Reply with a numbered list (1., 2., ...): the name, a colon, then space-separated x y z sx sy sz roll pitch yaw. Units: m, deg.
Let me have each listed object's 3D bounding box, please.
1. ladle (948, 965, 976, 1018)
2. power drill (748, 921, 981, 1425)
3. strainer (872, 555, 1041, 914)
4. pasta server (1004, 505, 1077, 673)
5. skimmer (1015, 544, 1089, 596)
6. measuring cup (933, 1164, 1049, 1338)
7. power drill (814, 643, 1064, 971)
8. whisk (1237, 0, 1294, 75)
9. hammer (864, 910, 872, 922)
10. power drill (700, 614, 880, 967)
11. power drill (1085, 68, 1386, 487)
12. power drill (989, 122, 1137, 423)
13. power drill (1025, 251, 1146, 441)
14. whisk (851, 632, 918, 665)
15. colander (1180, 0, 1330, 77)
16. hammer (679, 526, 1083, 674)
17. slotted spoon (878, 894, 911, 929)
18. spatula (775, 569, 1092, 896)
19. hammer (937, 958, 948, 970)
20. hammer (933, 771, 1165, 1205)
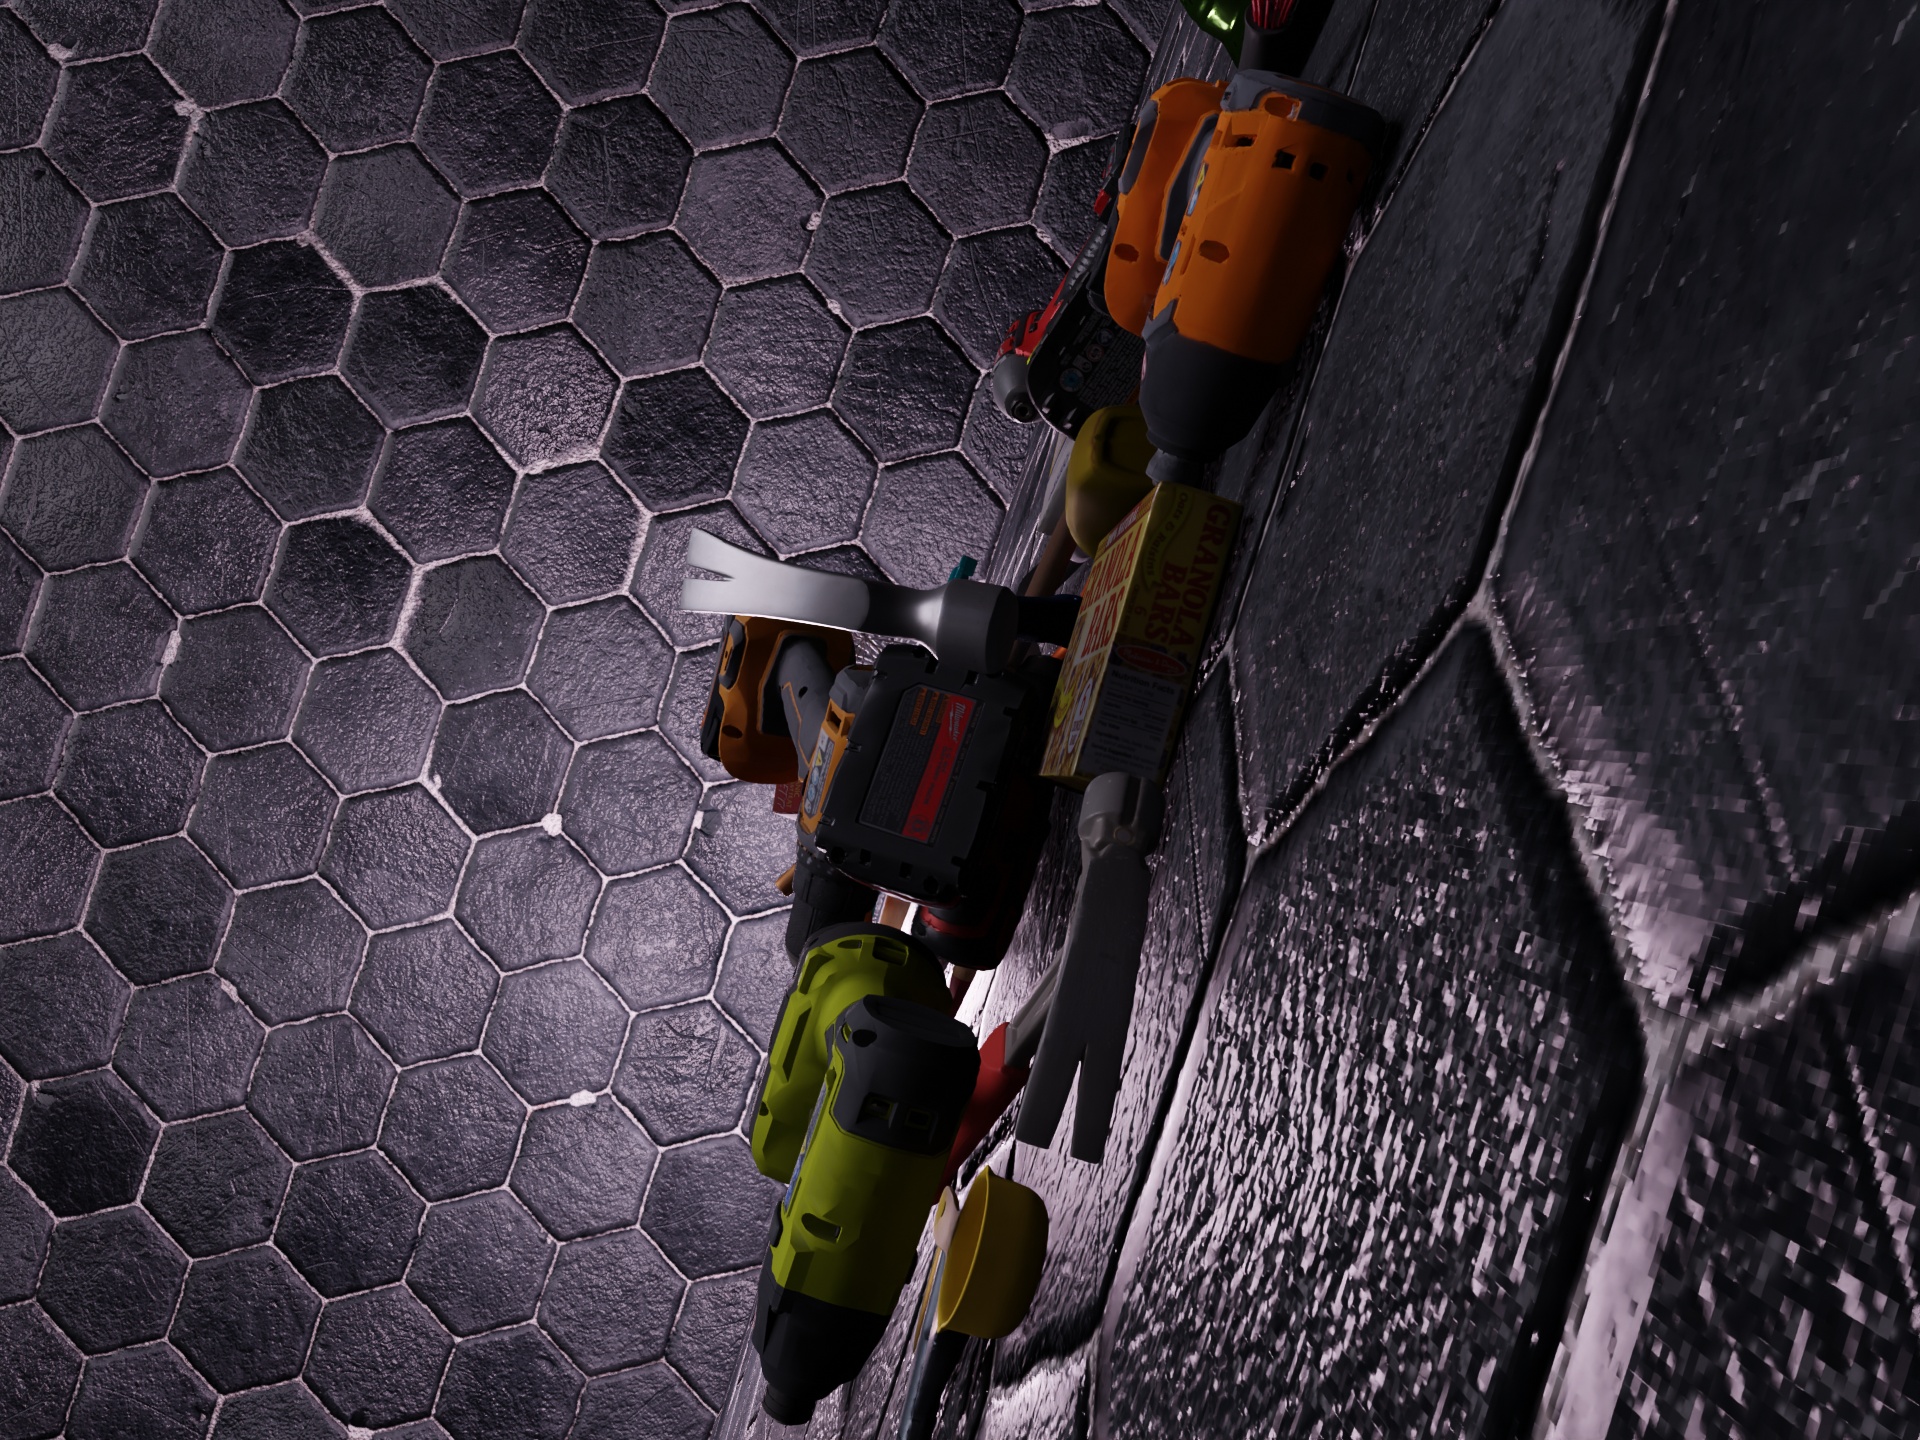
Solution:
1. ladle: 0.011 0.141 1.014 0.069 0.031 0.315 -70 0 -82
2. power drill: -0.051 0.187 0.711 0.223 0.080 0.171 -125 53 -82
3. strainer: -0.006 0.058 1.181 0.211 0.095 0.340 104 -179 -82
4. pasta server: 0.076 -0.152 1.065 0.060 0.040 0.316 -24 33 46
5. skimmer: 0.056 -0.062 1.344 0.363 0.090 0.127 -43 24 62
6. measuring cup: 0.009 0.206 0.632 0.156 0.029 0.062 118 170 -79
7. power drill: 0.010 0.029 0.850 0.226 0.080 0.188 56 -128 -71
8. whisk: 0.146 -0.342 0.740 0.295 0.073 0.073 77 -152 -69
9. hammer: -0.068 0.121 1.037 0.337 0.034 0.127 -102 31 -59
10. power drill: -0.093 0.032 0.970 0.226 0.084 0.185 44 123 57
11. power drill: 0.110 -0.200 0.705 0.227 0.084 0.164 -89 16 -67
12. power drill: 0.095 -0.323 1.200 0.219 0.078 0.143 -53 13 33
13. power drill: 0.111 -0.263 0.966 0.190 0.080 0.229 -55 8 21
14. whisk: -0.052 -0.042 1.182 0.284 0.070 0.070 49 -121 -84
15. colander: 0.170 -0.443 0.853 0.397 0.094 0.204 -79 8 -69
16. hammer: 0.004 -0.055 0.793 0.405 0.144 0.035 -8 -71 -73
17. slotted spoon: -0.021 0.060 1.024 0.070 0.031 0.313 -51 -15 -44
18. spatula: -0.002 -0.003 1.041 0.322 0.041 0.081 -41 0 -6
19. hammer: -0.060 0.298 1.097 0.128 0.033 0.331 -13 -60 -69
20. hammer: 0.013 0.168 0.708 0.358 0.036 0.149 113 174 -57
